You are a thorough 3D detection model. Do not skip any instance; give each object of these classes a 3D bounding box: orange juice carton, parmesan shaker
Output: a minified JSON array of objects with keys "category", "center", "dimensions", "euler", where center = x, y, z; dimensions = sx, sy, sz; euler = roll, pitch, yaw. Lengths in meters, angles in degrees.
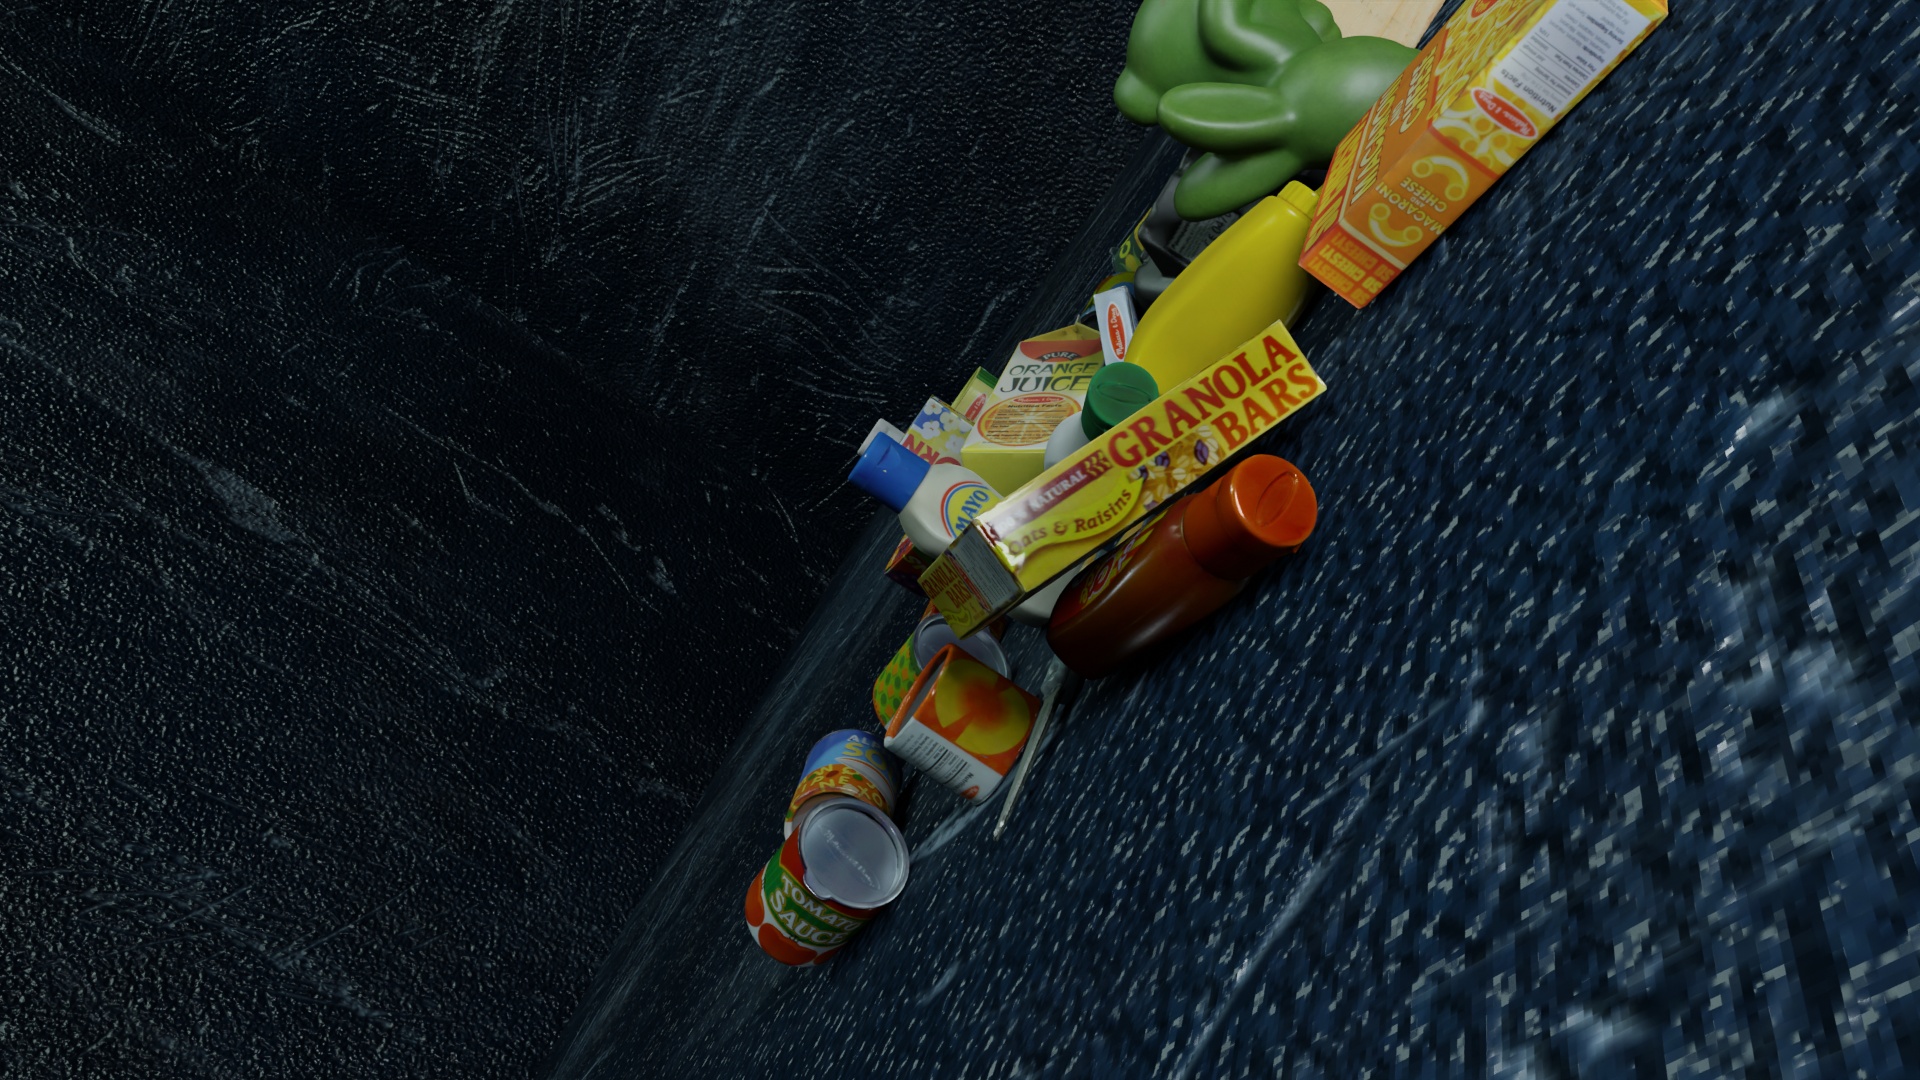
[{"category":"orange juice carton","center":[0.065,-0.083,0.957],"dimensions":[0.194,0.073,0.071],"euler":[-64,-31,-51]},{"category":"parmesan shaker","center":[0.039,-0.090,1.181],"dimensions":[0.071,0.103,0.071],"euler":[-55,6,9]}]

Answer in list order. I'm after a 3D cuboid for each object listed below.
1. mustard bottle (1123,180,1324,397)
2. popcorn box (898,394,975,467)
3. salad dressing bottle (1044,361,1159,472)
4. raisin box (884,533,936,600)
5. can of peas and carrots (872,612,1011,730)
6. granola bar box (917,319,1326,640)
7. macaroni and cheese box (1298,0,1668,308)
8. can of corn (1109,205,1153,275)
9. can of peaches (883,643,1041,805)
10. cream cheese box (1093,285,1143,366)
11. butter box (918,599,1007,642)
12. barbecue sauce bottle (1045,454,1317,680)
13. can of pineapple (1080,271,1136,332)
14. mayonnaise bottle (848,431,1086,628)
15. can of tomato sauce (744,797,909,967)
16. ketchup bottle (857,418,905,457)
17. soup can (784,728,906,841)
[{"category":"mustard bottle","center":[0.156,-0.138,0.731],"dimensions":[0.160,0.065,0.049],"euler":[-49,11,12]},{"category":"popcorn box","center":[0.005,-0.046,1.105],"dimensions":[0.085,0.127,0.038],"euler":[-55,2,9]},{"category":"salad dressing bottle","center":[0.081,-0.054,0.766],"dimensions":[0.147,0.064,0.044],"euler":[94,-171,-75]},{"category":"raisin box","center":[0.003,0.016,0.992],"dimensions":[0.040,0.086,0.123],"euler":[-64,8,-20]},{"category":"can of peas and carrots","center":[-0.011,0.085,0.839],"dimensions":[0.058,0.071,0.071],"euler":[-52,7,38]},{"category":"granola bar box","center":[0.068,-0.022,0.618],"dimensions":[0.166,0.039,0.124],"euler":[-33,-4,-17]},{"category":"macaroni and cheese box","center":[0.221,-0.192,0.595],"dimensions":[0.165,0.040,0.124],"euler":[-49,9,45]},{"category":"can of corn","center":[0.161,-0.228,1.096],"dimensions":[0.058,0.071,0.071],"euler":[-50,8,39]},{"category":"can of peaches","center":[0.002,0.094,0.732],"dimensions":[0.071,0.058,0.071],"euler":[-56,6,10]},{"category":"cream cheese box","center":[0.112,-0.131,0.922],"dimensions":[0.104,0.024,0.053],"euler":[10,-110,-75]},{"category":"butter box","center":[-0.008,0.076,0.921],"dimensions":[0.024,0.053,0.104],"euler":[-49,9,40]},{"category":"barbecue sauce bottle","center":[0.088,0.011,0.561],"dimensions":[0.065,0.043,0.148],"euler":[-49,2,-29]},{"category":"can of pineapple","center":[0.124,-0.166,1.073],"dimensions":[0.070,0.071,0.058],"euler":[-50,8,46]},{"category":"mayonnaise bottle","center":[0.003,-0.011,0.838],"dimensions":[0.065,0.148,0.041],"euler":[-59,7,-24]},{"category":"can of tomato sauce","center":[-0.078,0.195,0.784],"dimensions":[0.082,0.071,0.071],"euler":[-52,7,40]},{"category":"ketchup bottle","center":[-0.015,-0.047,1.167],"dimensions":[0.065,0.149,0.043],"euler":[-58,5,-19]},{"category":"soup can","center":[-0.072,0.168,0.896],"dimensions":[0.071,0.071,0.084],"euler":[-55,7,16]}]
